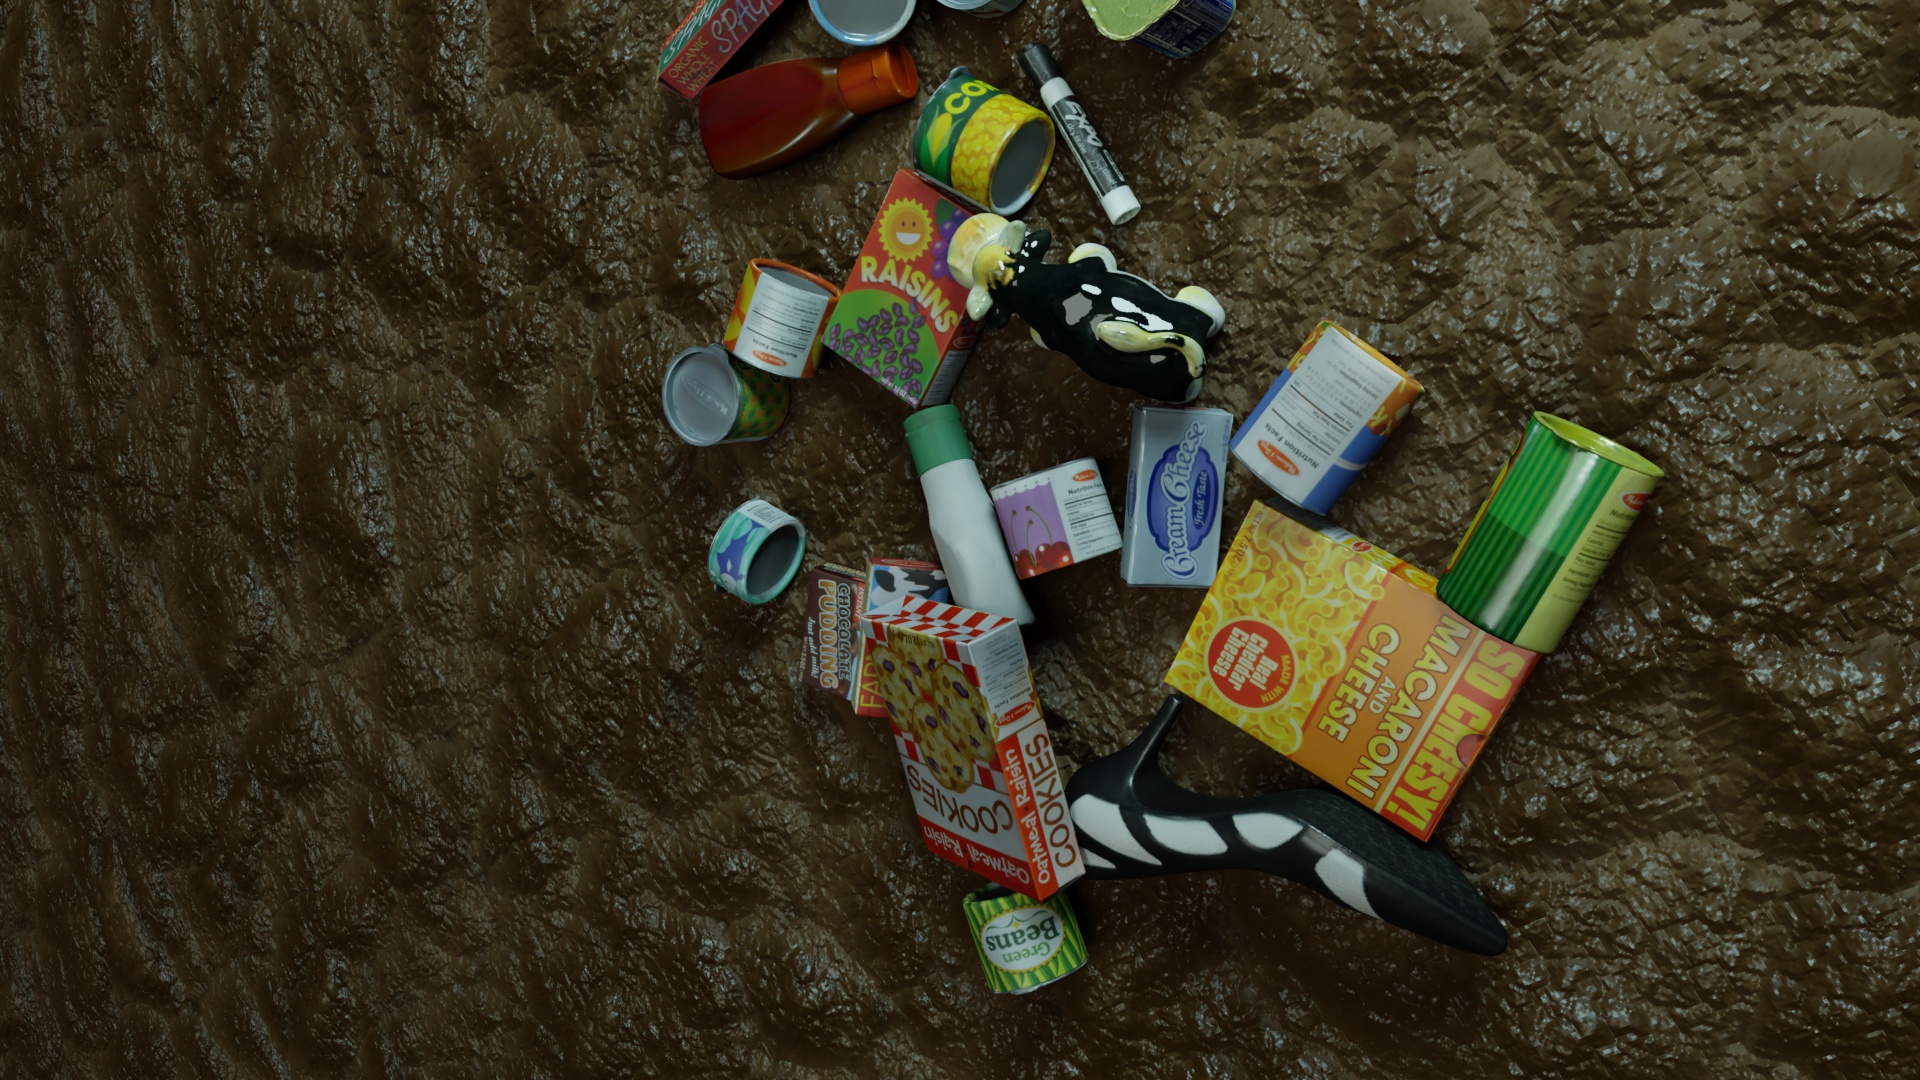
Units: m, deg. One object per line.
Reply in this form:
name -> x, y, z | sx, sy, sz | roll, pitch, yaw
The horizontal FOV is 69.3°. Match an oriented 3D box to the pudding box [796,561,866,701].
pudding box -> -0.078, 0.061, 0.935 | 0.050, 0.030, 0.083 | 16, 105, 26

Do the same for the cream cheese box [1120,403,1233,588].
cream cheese box -> 0.123, -0.025, 0.796 | 0.053, 0.024, 0.103 | 2, 100, -8

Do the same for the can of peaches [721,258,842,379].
can of peaches -> -0.116, -0.146, 0.909 | 0.071, 0.071, 0.058 | 31, 111, 23

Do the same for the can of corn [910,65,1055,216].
can of corn -> 0.015, -0.234, 0.817 | 0.058, 0.071, 0.071 | 34, 112, 23

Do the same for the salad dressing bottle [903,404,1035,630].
salad dressing bottle -> 0.003, -0.011, 0.864 | 0.044, 0.064, 0.148 | -17, 80, -7

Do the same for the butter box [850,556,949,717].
butter box -> -0.039, 0.064, 0.901 | 0.053, 0.024, 0.103 | 5, 102, -11

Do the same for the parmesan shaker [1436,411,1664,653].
parmesan shaker -> 0.289, -0.004, 0.690 | 0.071, 0.071, 0.102 | 32, 112, 22

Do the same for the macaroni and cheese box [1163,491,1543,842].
macaroni and cheese box -> 0.212, 0.067, 0.762 | 0.167, 0.040, 0.123 | 32, 112, 23

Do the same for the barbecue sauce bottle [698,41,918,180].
barbecue sauce bottle -> -0.099, -0.280, 0.892 | 0.148, 0.044, 0.065 | -9, 90, 30

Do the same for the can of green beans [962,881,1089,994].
can of green beans -> 0.040, 0.243, 0.871 | 0.071, 0.071, 0.058 | -20, 86, 31

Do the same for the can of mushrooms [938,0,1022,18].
can of mushrooms -> 0.011, -0.348, 0.825 | 0.071, 0.033, 0.071 | 5, 100, 29

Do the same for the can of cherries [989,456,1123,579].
can of cherries -> 0.056, -0.013, 0.828 | 0.071, 0.072, 0.058 | -19, 89, 31

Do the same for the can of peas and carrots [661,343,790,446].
can of peas and carrots -> -0.158, -0.101, 0.942 | 0.071, 0.059, 0.071 | 4, 99, 29

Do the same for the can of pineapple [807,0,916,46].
can of pineapple -> -0.059, -0.340, 0.835 | 0.071, 0.058, 0.070 | 1, 130, 1

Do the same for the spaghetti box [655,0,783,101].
spaghetti box -> -0.106, -0.378, 0.878 | 0.249, 0.028, 0.050 | -36, 39, 29

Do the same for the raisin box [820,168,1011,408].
raisin box -> -0.023, -0.157, 0.868 | 0.086, 0.040, 0.123 | 36, 114, 21

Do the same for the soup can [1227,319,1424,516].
soup can -> 0.195, -0.066, 0.740 | 0.071, 0.071, 0.083 | 42, 110, 19

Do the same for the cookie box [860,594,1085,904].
cookie box -> 0.005, 0.123, 0.842 | 0.123, 0.040, 0.167 | 7, 117, 56

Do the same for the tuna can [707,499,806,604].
tuna can -> -0.138, 0.011, 0.941 | 0.033, 0.071, 0.070 | 28, 110, 24
